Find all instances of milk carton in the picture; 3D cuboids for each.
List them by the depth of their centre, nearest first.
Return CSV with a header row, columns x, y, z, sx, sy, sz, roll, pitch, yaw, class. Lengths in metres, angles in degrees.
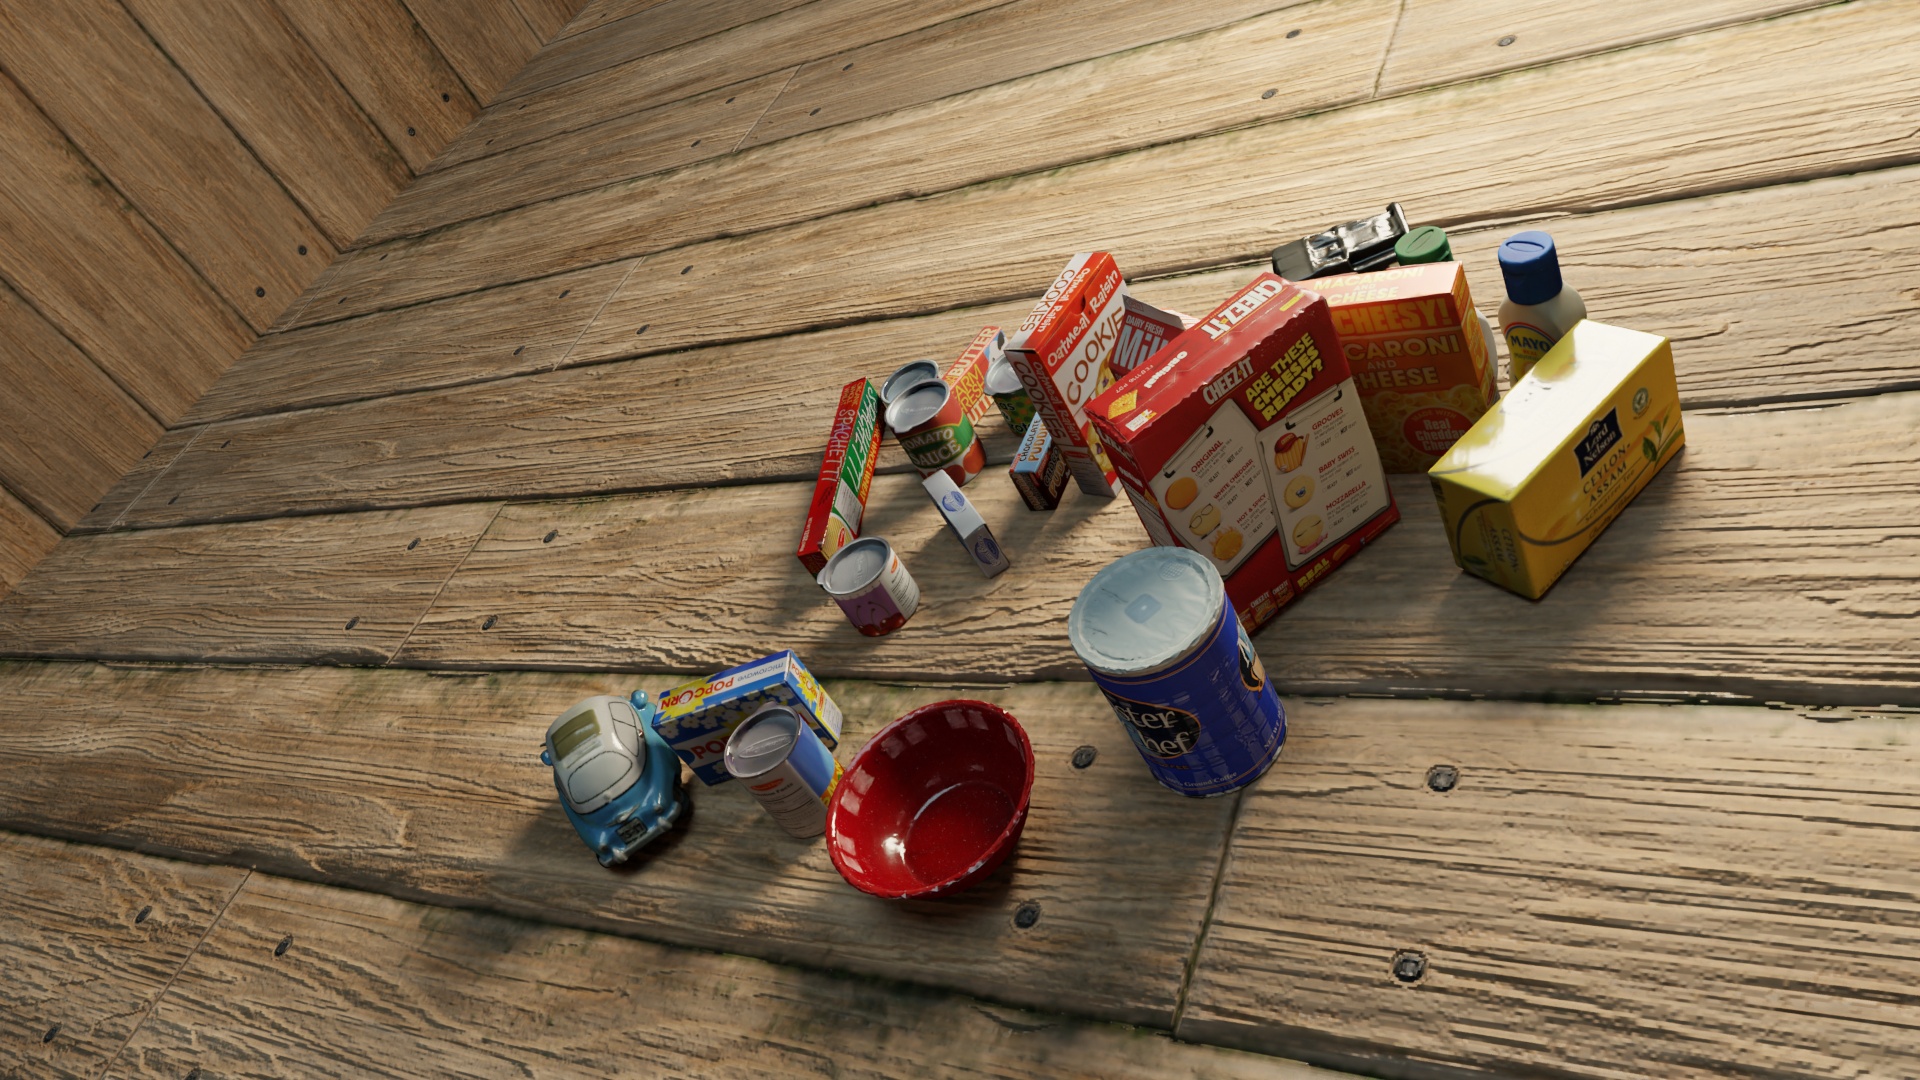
x,y,z,sx,sy,sz,roll,pitch,yaw,class
0.178,-0.107,1.061,0.073,0.190,0.072,-42,38,-11,milk carton

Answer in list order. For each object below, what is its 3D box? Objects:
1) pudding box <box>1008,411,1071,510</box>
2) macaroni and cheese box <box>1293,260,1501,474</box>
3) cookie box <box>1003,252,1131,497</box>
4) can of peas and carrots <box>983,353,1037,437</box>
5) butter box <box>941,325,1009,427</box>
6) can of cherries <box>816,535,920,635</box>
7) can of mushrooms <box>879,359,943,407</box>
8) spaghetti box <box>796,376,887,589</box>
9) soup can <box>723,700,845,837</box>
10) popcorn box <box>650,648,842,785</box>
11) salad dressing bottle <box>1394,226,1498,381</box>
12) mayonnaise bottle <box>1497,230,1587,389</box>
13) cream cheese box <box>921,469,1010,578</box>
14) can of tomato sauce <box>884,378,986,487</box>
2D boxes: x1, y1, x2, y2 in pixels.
x,y,z,sx,sy,sz,roll,pitch,yaw,class
0.075,-0.073,1.212,0.030,0.049,0.084,-2,47,35,pudding box
0.313,-0.119,0.998,0.123,0.166,0.040,-2,47,35,macaroni and cheese box
0.114,-0.138,1.160,0.040,0.166,0.123,9,53,42,cookie box
0.062,-0.136,1.286,0.071,0.058,0.071,-20,39,17,can of peas and carrots
0.015,-0.155,1.344,0.024,0.053,0.104,13,56,44,butter box
-0.078,0.040,1.189,0.071,0.058,0.072,-20,39,17,can of cherries
-0.043,-0.147,1.394,0.071,0.033,0.071,-20,39,17,can of mushrooms
-0.109,-0.060,1.329,0.028,0.050,0.251,-15,40,22,spaghetti box
-0.129,0.174,1.055,0.071,0.083,0.072,-20,39,17,soup can
-0.170,0.143,1.117,0.126,0.085,0.038,-19,39,17,popcorn box
0.359,-0.164,1.031,0.064,0.147,0.044,-41,38,-11,salad dressing bottle
0.410,-0.148,0.977,0.041,0.147,0.065,-46,39,-16,mayonnaise bottle
0.004,-0.015,1.195,0.024,0.053,0.104,-34,37,-2,cream cheese box
-0.022,-0.095,1.279,0.071,0.082,0.071,-20,39,17,can of tomato sauce
